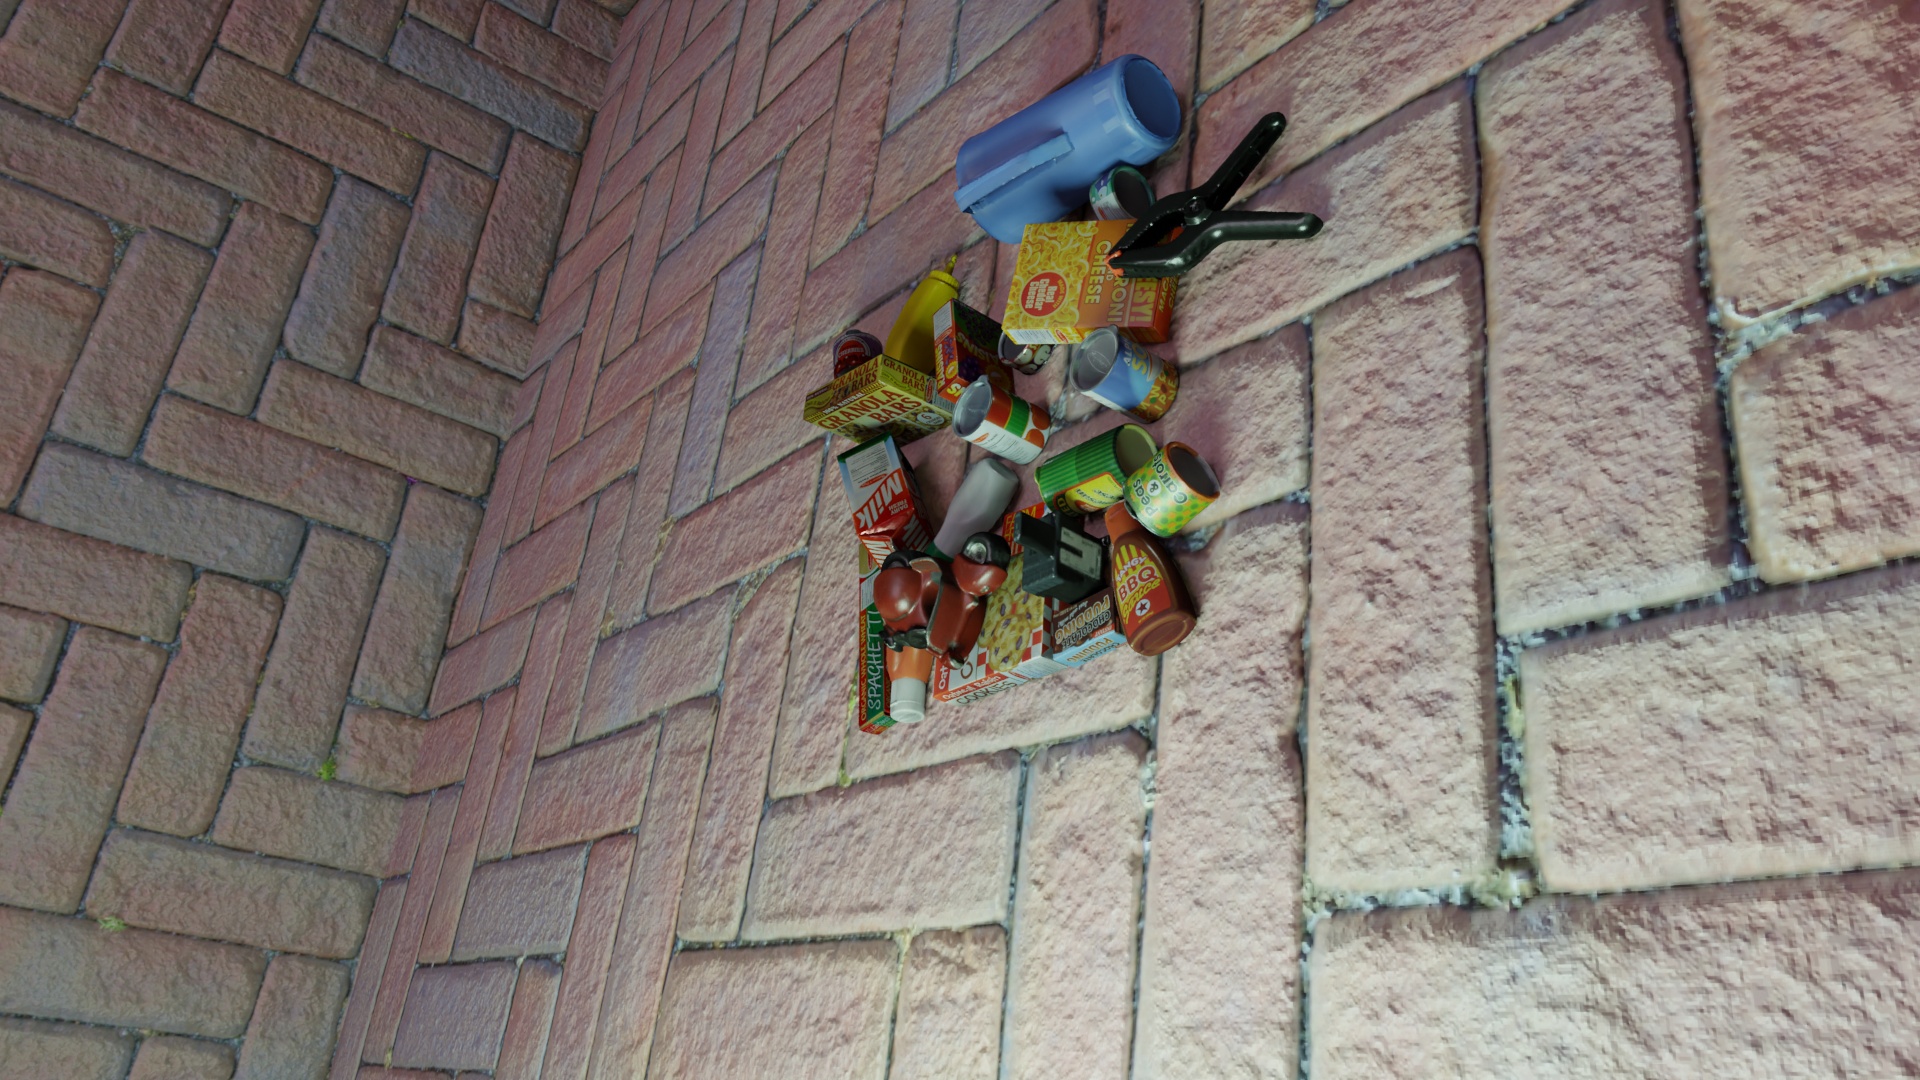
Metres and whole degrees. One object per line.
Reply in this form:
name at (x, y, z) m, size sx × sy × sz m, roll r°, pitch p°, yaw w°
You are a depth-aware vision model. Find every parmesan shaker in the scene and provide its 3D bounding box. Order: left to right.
parmesan shaker at (0.130, -0.065, 1.317) m, size 0.102 × 0.071 × 0.071 m, roll -24°, pitch 52°, yaw 47°

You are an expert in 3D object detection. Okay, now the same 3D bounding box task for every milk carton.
milk carton at (-0.081, -0.032, 1.583) m, size 0.073 × 0.072 × 0.191 m, roll -25°, pitch 42°, yaw 6°

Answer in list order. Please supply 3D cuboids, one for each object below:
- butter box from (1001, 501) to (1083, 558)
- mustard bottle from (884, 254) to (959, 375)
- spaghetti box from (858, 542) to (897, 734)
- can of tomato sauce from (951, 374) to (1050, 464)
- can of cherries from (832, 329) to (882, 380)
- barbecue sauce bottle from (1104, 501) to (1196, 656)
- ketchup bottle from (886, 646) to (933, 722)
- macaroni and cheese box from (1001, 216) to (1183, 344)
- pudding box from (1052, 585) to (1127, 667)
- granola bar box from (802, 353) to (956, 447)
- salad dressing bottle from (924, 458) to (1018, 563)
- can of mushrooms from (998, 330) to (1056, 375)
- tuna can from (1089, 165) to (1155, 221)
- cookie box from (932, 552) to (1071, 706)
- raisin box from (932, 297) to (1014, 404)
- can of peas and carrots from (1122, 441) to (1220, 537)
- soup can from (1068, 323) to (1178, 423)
butter box at (0.081, -0.010, 1.399) m, size 0.103 × 0.024 × 0.053 m, roll -20°, pitch 56°, yaw 50°
mustard bottle at (-0.038, -0.280, 1.711) m, size 0.049 × 0.065 × 0.160 m, roll 13°, pitch 75°, yaw 52°
spaghetti box at (-0.092, 0.100, 1.579) m, size 0.050 × 0.028 × 0.251 m, roll -37°, pitch 43°, yaw 38°
can of tomato sauce at (0.044, -0.127, 1.471) m, size 0.071 × 0.083 × 0.071 m, roll -33°, pitch 45°, yaw 41°
can of cherries at (-0.134, -0.230, 1.810) m, size 0.071 × 0.071 × 0.059 m, roll -39°, pitch 42°, yaw 37°
barbecue sauce bottle at (0.163, 0.029, 1.237) m, size 0.064 × 0.043 × 0.149 m, roll -40°, pitch 40°, yaw 27°
ketchup bottle at (-0.054, 0.120, 1.497) m, size 0.064 × 0.043 × 0.149 m, roll -31°, pitch 47°, yaw 45°
macaroni and cheese box at (0.134, -0.261, 1.400) m, size 0.166 × 0.040 × 0.124 m, roll 4°, pitch 72°, yaw 29°
pudding box at (0.122, 0.080, 1.276) m, size 0.083 × 0.030 × 0.050 m, roll -30°, pitch 48°, yaw 44°
granola bar box at (-0.092, -0.160, 1.653) m, size 0.165 × 0.124 × 0.039 m, roll -18°, pitch 57°, yaw 50°
salad dressing bottle at (0.005, -0.019, 1.499) m, size 0.147 × 0.044 × 0.064 m, roll -55°, pitch 36°, yaw 20°
can of mushrooms at (0.075, -0.220, 1.532) m, size 0.070 × 0.033 × 0.071 m, roll -34°, pitch 44°, yaw 41°
tuna can at (0.170, -0.356, 1.448) m, size 0.032 × 0.071 × 0.071 m, roll -22°, pitch 53°, yaw 48°
cookie box at (0.042, 0.086, 1.382) m, size 0.167 × 0.040 × 0.123 m, roll -27°, pitch 48°, yaw 45°
raisin box at (0.014, -0.202, 1.561) m, size 0.040 × 0.086 × 0.124 m, roll -37°, pitch 43°, yaw 36°
can of peas and carrots at (0.185, -0.046, 1.226) m, size 0.058 × 0.071 × 0.071 m, roll -43°, pitch 39°, yaw 32°
soup can at (0.158, -0.158, 1.323) m, size 0.071 × 0.084 × 0.071 m, roll -33°, pitch 46°, yaw 42°
